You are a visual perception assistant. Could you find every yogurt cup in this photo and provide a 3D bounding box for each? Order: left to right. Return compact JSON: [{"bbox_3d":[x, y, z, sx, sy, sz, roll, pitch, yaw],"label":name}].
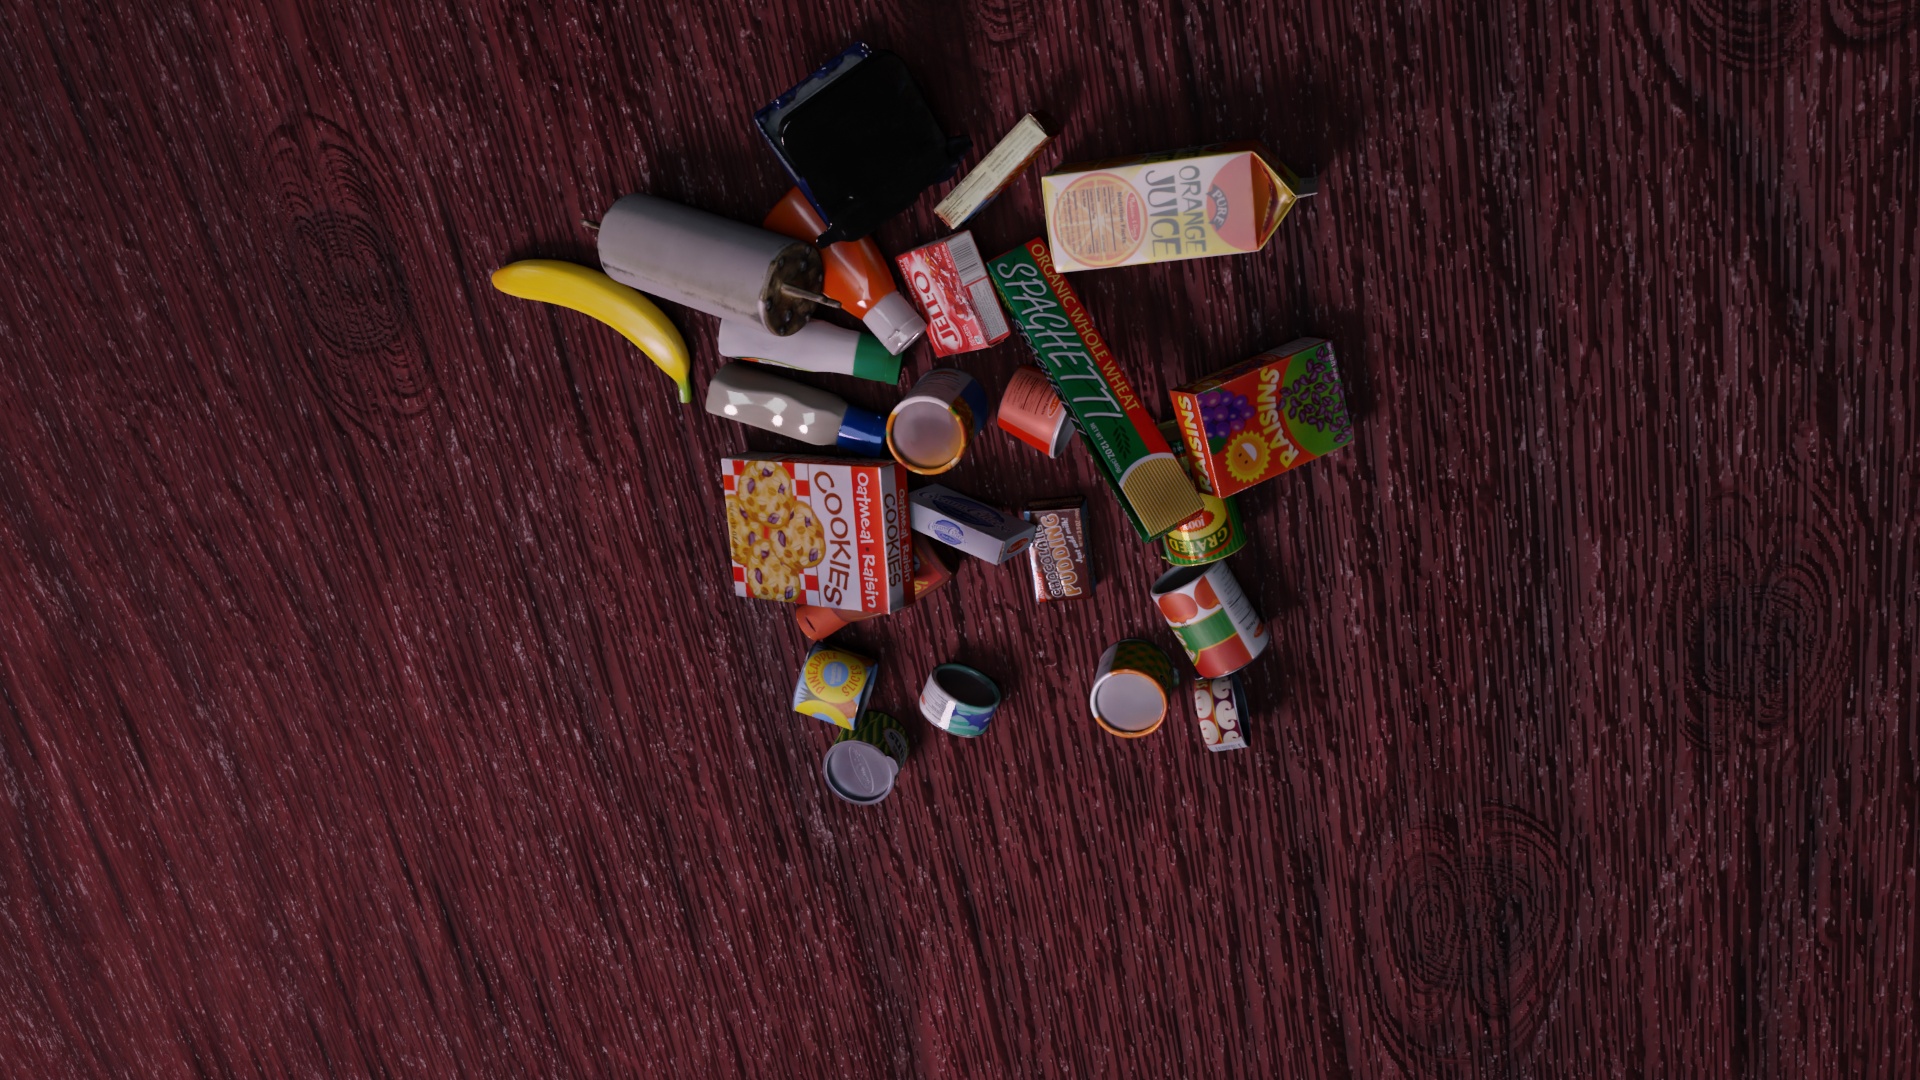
[{"bbox_3d":[0.064,-0.106,1.101,0.054,0.073,0.072,24,115,12],"label":"yogurt cup"}]

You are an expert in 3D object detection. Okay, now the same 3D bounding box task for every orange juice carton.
[{"bbox_3d":[0.163,-0.247,1.016,0.192,0.072,0.072,-4,110,15],"label":"orange juice carton"}]

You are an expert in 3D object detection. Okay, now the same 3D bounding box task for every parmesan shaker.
[{"bbox_3d":[0.179,-0.039,1.097,0.071,0.071,0.102,-14,107,18],"label":"parmesan shaker"}]

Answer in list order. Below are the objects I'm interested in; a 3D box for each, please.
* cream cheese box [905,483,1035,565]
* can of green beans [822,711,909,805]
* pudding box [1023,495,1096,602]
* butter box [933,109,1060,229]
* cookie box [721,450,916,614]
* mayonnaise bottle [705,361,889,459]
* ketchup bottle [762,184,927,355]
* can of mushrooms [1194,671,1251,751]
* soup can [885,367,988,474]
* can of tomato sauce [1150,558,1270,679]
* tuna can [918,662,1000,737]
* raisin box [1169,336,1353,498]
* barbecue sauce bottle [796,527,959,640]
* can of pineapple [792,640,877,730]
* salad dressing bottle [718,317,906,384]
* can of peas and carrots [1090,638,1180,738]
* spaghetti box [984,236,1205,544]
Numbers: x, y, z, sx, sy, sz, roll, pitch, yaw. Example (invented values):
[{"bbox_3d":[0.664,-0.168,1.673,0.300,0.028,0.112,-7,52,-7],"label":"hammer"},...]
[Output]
[{"bbox_3d":[0.004,-0.014,1.140,0.104,0.053,0.024,24,116,25],"label":"cream cheese box"},{"bbox_3d":[-0.084,0.196,1.257,0.071,0.058,0.071,5,112,12],"label":"can of green beans"},{"bbox_3d":[0.083,0.007,1.158,0.049,0.030,0.083,-3,110,16],"label":"pudding box"},{"bbox_3d":[0.029,-0.279,1.047,0.103,0.053,0.024,-41,95,23],"label":"butter box"},{"bbox_3d":[-0.119,-0.009,1.161,0.167,0.040,0.122,5,105,32],"label":"cookie box"},{"bbox_3d":[-0.132,-0.106,1.150,0.148,0.065,0.041,18,114,2],"label":"mayonnaise bottle"},{"bbox_3d":[-0.087,-0.213,1.094,0.064,0.044,0.149,-40,89,27],"label":"ketchup bottle"},{"bbox_3d":[0.219,0.139,1.159,0.033,0.071,0.071,-13,108,19],"label":"can of mushrooms"},{"bbox_3d":[-0.018,-0.093,1.113,0.071,0.084,0.071,5,113,11],"label":"soup can"},{"bbox_3d":[0.201,0.061,1.131,0.071,0.071,0.083,-28,102,22],"label":"can of tomato sauce"},{"bbox_3d":[0.002,0.139,1.211,0.071,0.071,0.032,25,114,3],"label":"tuna can"},{"bbox_3d":[0.227,-0.094,1.046,0.124,0.040,0.086,-23,109,-17],"label":"raisin box"},{"bbox_3d":[-0.076,0.038,1.201,0.148,0.044,0.065,-31,96,23],"label":"barbecue sauce bottle"},{"bbox_3d":[-0.111,0.128,1.231,0.058,0.071,0.070,18,114,5],"label":"can of pineapple"},{"bbox_3d":[-0.119,-0.158,1.128,0.148,0.064,0.044,11,104,1],"label":"salad dressing bottle"},{"bbox_3d":[0.148,0.126,1.174,0.071,0.059,0.070,5,113,12],"label":"can of peas and carrots"},{"bbox_3d":[0.099,-0.116,1.051,0.050,0.028,0.250,-28,80,-8],"label":"spaghetti box"}]
